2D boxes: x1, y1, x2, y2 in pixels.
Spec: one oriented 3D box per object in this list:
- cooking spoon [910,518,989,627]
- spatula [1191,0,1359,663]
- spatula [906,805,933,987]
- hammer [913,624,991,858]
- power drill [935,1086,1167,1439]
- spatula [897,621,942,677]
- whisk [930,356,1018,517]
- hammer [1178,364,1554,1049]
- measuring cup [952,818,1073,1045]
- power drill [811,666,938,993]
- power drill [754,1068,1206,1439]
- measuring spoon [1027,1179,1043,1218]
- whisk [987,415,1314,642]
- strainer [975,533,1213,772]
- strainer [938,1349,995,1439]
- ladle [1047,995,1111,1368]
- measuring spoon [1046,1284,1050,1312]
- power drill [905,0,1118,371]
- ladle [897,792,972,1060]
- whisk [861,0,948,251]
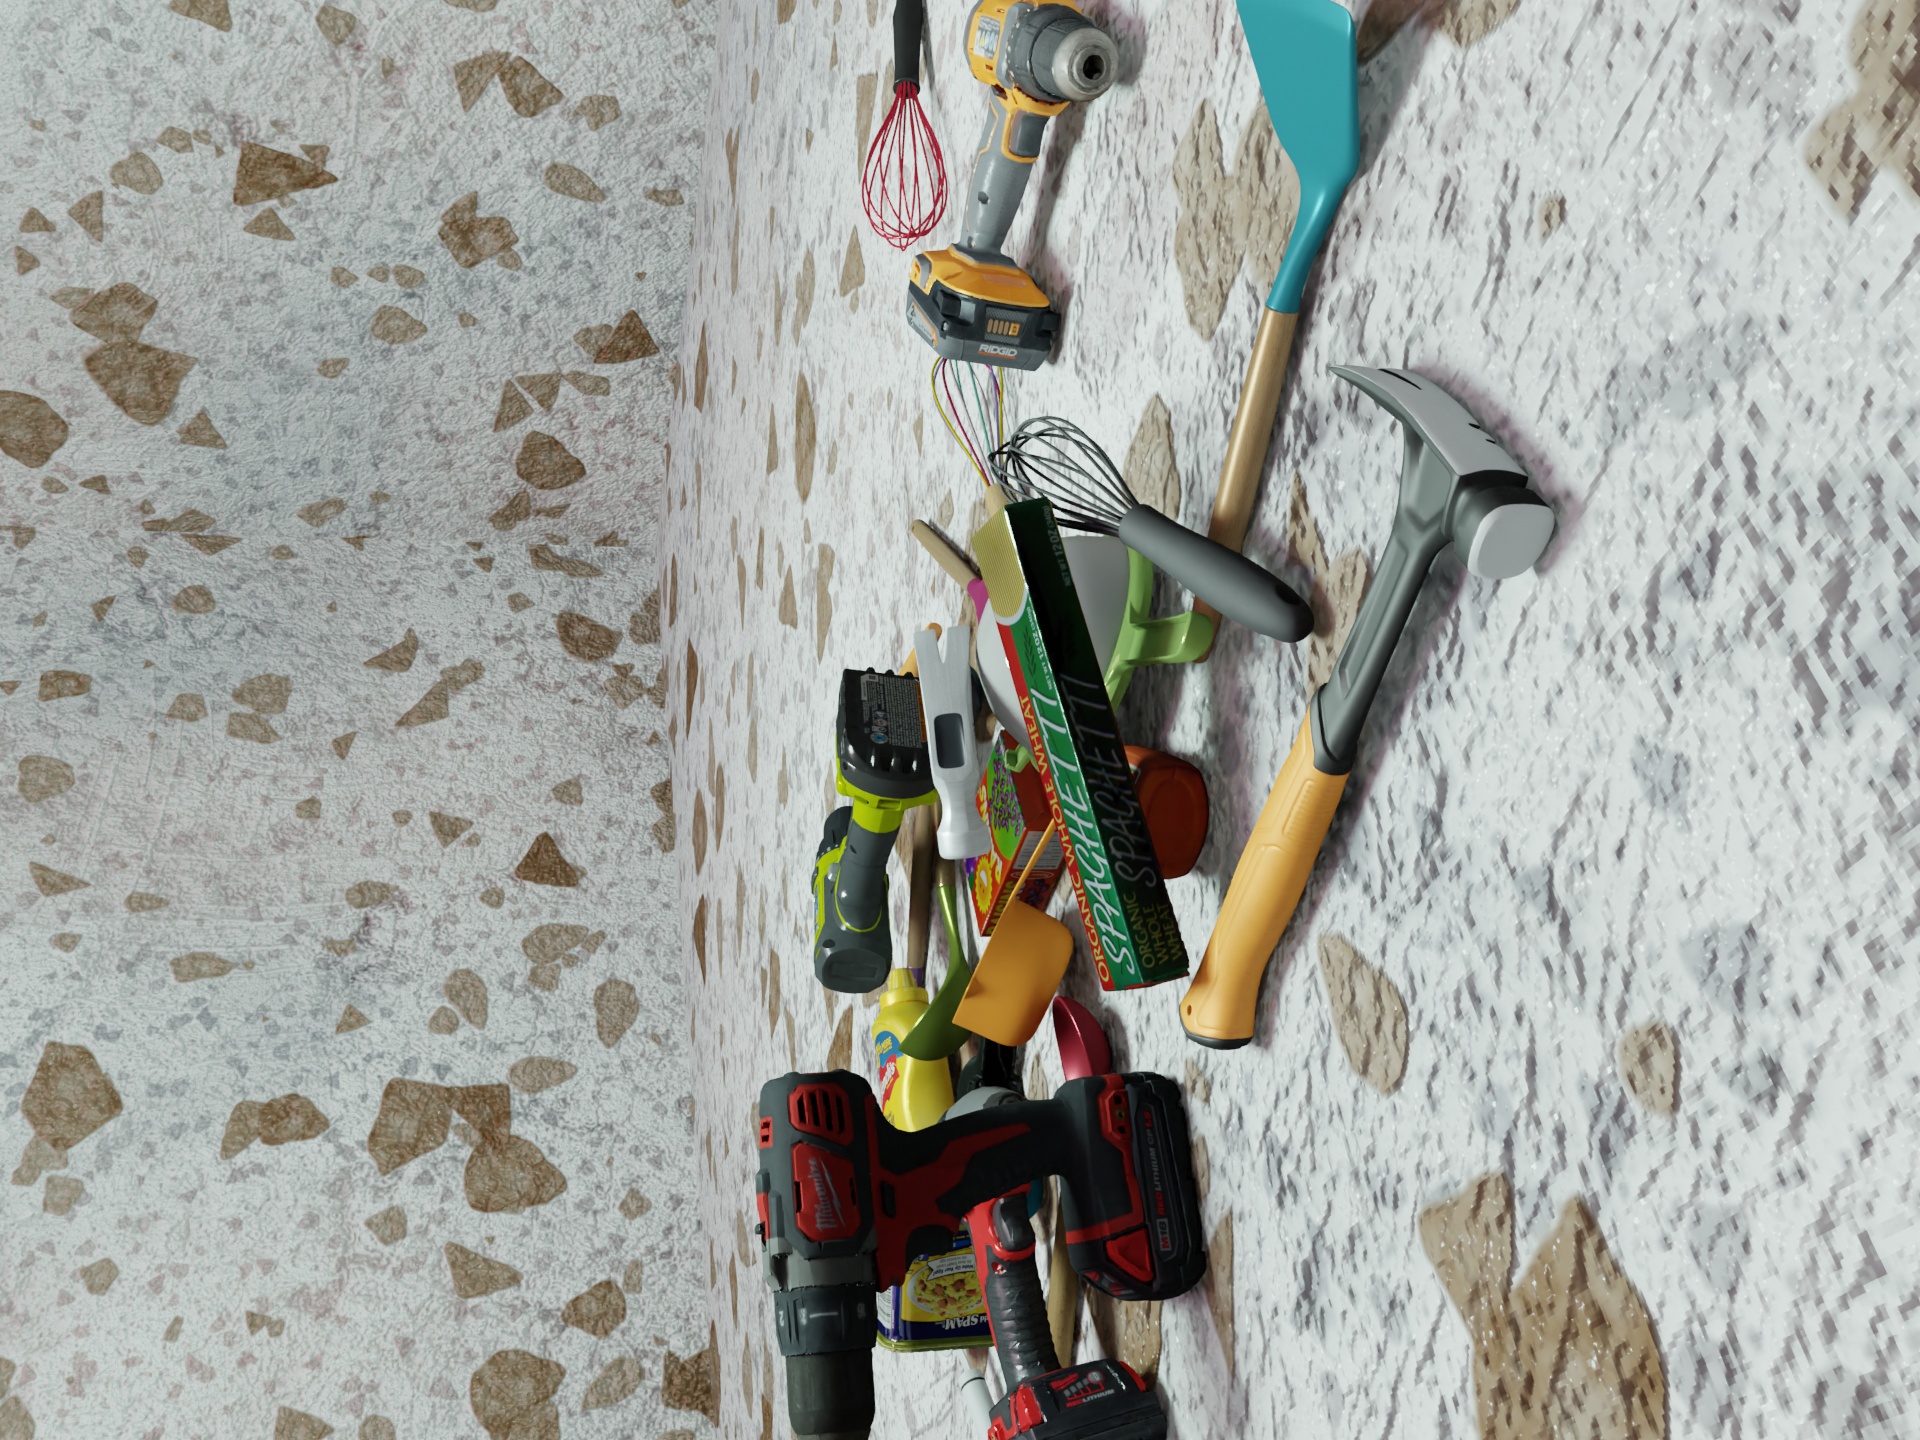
[{"bbox_3d":[0.006,-0.109,1.215,0.319,0.017,0.068,-127,41,-63],"label":"cooking spoon"},{"bbox_3d":[0.133,-0.166,0.735,0.082,0.044,0.317,49,139,48],"label":"spatula"},{"bbox_3d":[-0.036,0.185,1.351,0.060,0.018,0.315,-133,44,-66],"label":"spatula"},{"bbox_3d":[-0.002,-0.003,1.045,0.331,0.033,0.128,-80,-17,-83],"label":"hammer"},{"bbox_3d":[0.037,0.326,0.930,0.143,0.078,0.220,114,143,-54],"label":"power drill"},{"bbox_3d":[-0.052,-0.004,1.362,0.322,0.041,0.081,122,149,-61],"label":"spatula"},{"bbox_3d":[0.025,-0.179,1.118,0.051,0.047,0.245,115,147,-52],"label":"whisk"},{"bbox_3d":[0.150,0.017,0.689,0.127,0.034,0.336,-110,26,-48],"label":"hammer"},{"bbox_3d":[0.053,0.124,0.987,0.173,0.052,0.095,-65,-4,18],"label":"measuring cup"},{"bbox_3d":[-0.074,0.074,1.257,0.191,0.080,0.228,-98,18,-54],"label":"power drill"},{"bbox_3d":[0.007,0.274,0.828,0.080,0.226,0.188,125,142,-63],"label":"power drill"},{"bbox_3d":[0.046,0.356,1.049,0.042,0.021,0.129,125,145,-62],"label":"measuring spoon"},{"bbox_3d":[0.090,-0.095,0.788,0.239,0.055,0.055,41,132,45],"label":"whisk"},{"bbox_3d":[0.060,-0.048,0.861,0.256,0.069,0.151,-179,107,-76],"label":"strainer"},{"bbox_3d":[0.008,0.476,1.161,0.259,0.050,0.086,-120,28,-50],"label":"strainer"},{"bbox_3d":[0.067,0.316,0.984,0.069,0.031,0.315,-133,44,-68],"label":"ladle"},{"bbox_3d":[0.055,0.373,1.033,0.034,0.018,0.124,-122,36,-61],"label":"measuring spoon"},{"bbox_3d":[0.036,-0.344,1.017,0.186,0.084,0.226,-121,39,-58],"label":"power drill"},{"bbox_3d":[-0.025,0.106,1.251,0.078,0.062,0.320,114,155,-65],"label":"ladle"},{"bbox_3d":[-0.046,-0.517,1.339,0.073,0.073,0.296,122,150,-61],"label":"whisk"}]
